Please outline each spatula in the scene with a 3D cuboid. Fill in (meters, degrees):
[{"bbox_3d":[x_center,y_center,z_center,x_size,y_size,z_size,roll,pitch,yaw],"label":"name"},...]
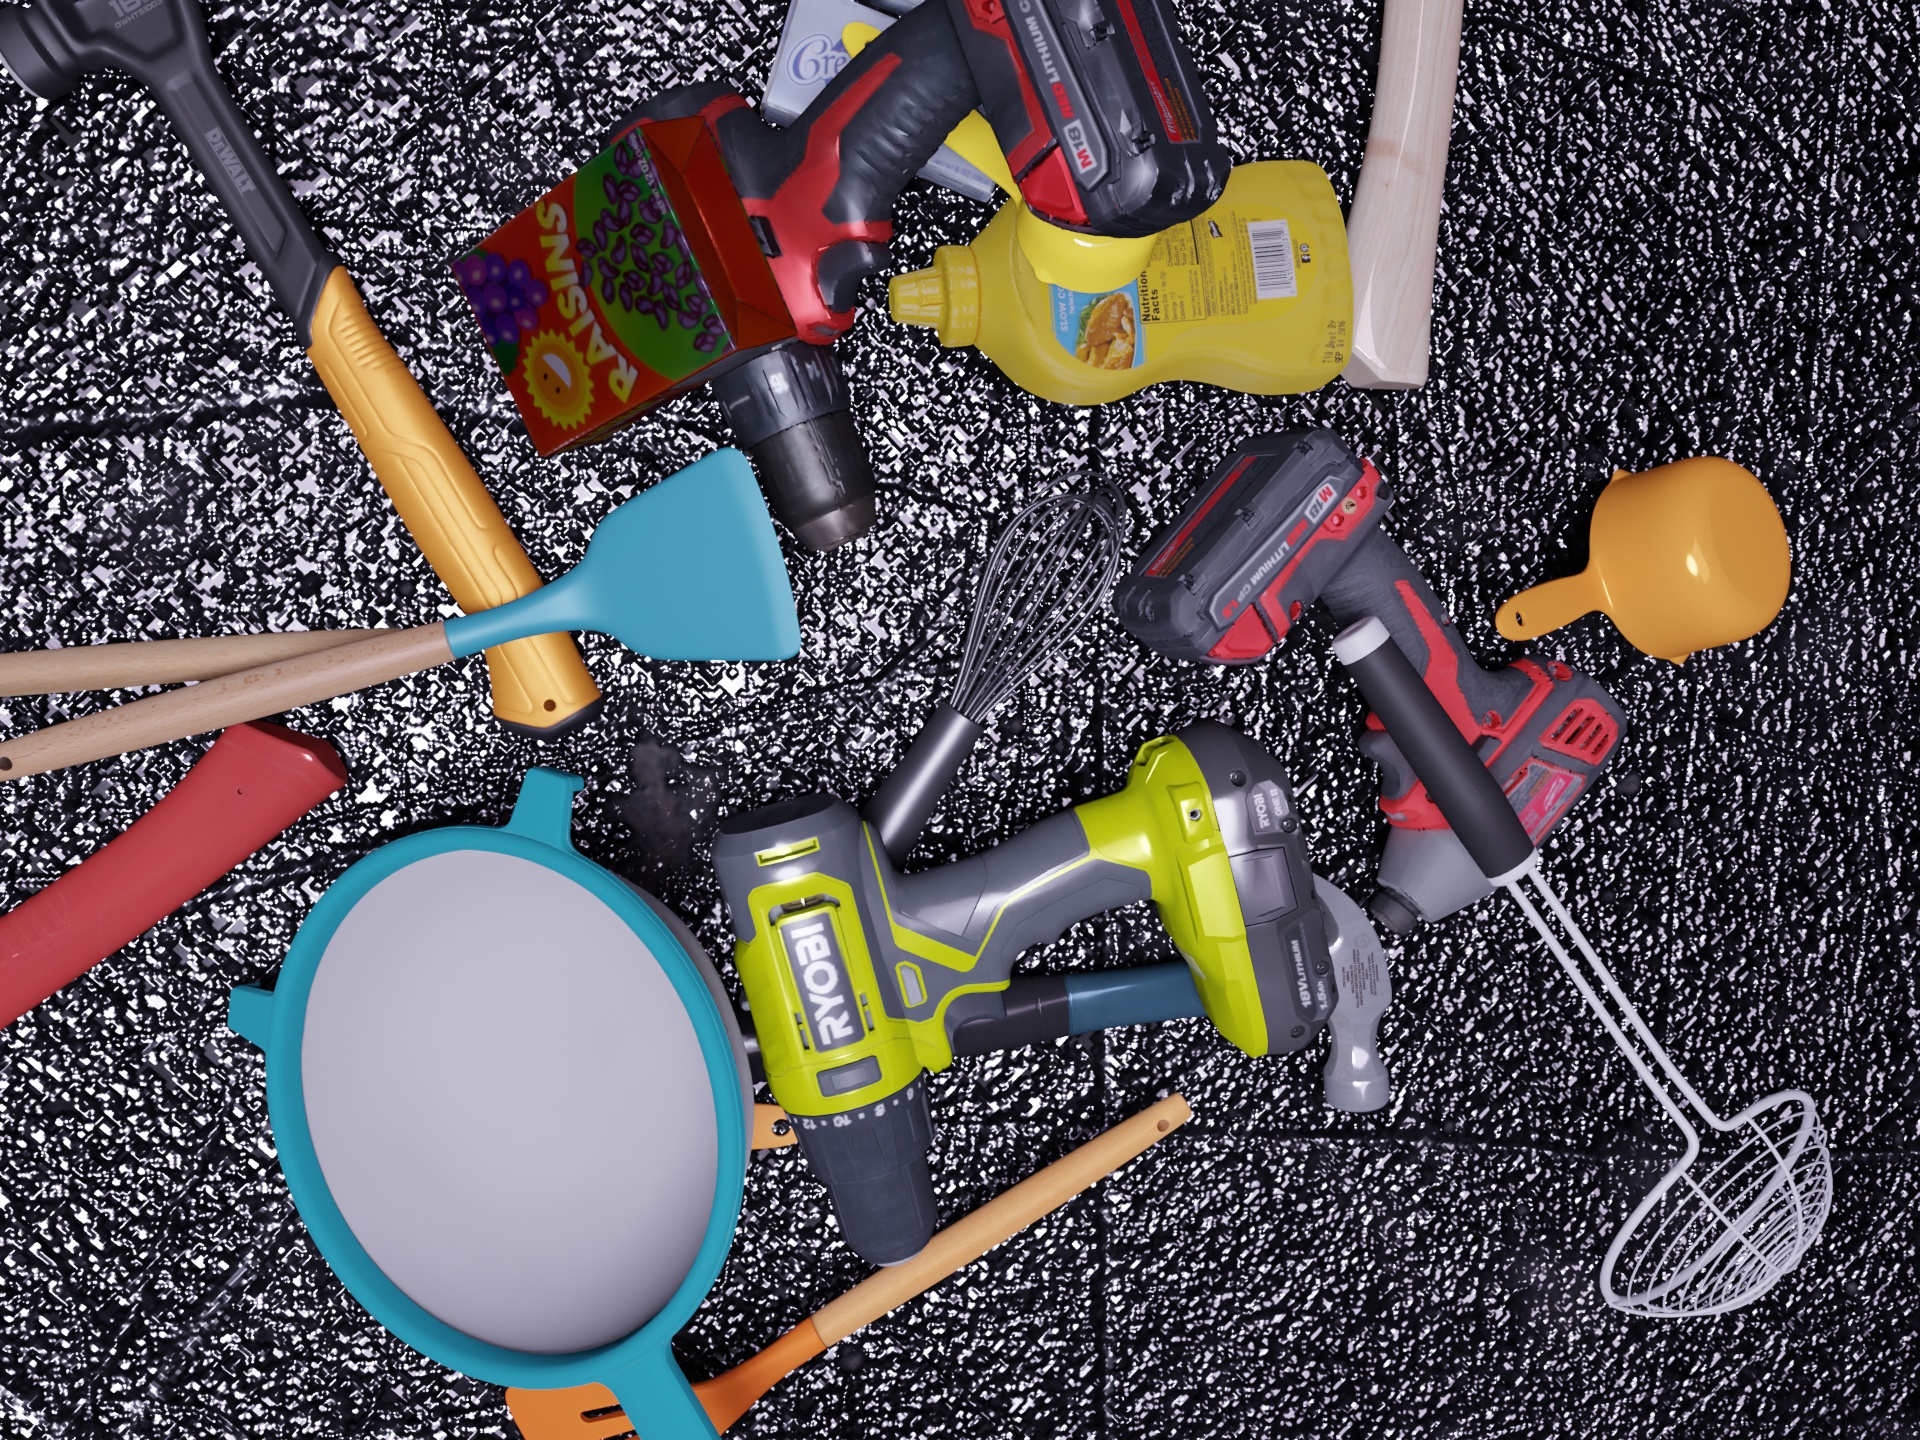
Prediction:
[{"bbox_3d":[-0.041,0.248,0.692,0.322,0.041,0.081,-30,100,-6],"label":"spatula"},{"bbox_3d":[-0.222,-0.024,0.604,0.317,0.044,0.082,-16,103,-3],"label":"spatula"}]

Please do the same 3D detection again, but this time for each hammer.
[{"bbox_3d":[0.033,0.130,0.706,0.331,0.033,0.128,-6,97,-11],"label":"hammer"},{"bbox_3d":[-0.394,0.124,0.620,0.359,0.037,0.149,-36,101,-6],"label":"hammer"},{"bbox_3d":[-0.230,-0.145,0.624,0.127,0.034,0.336,-28,101,3],"label":"hammer"},{"bbox_3d":[0.214,-0.354,0.699,0.146,0.038,0.410,2,95,-13],"label":"hammer"}]

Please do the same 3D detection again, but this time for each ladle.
[{"bbox_3d":[-0.379,-0.014,0.602,0.320,0.062,0.078,-5,103,-13],"label":"ladle"}]

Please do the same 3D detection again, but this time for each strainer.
[{"bbox_3d":[-0.125,0.193,0.616,0.211,0.095,0.340,-34,84,21],"label":"strainer"}]

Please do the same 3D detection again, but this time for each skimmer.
[{"bbox_3d":[0.259,0.110,0.692,0.127,0.090,0.363,-37,96,-7],"label":"skimmer"}]

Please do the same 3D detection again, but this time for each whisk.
[{"bbox_3d":[-0.002,-0.003,0.683,0.055,0.055,0.239,33,93,-12],"label":"whisk"}]

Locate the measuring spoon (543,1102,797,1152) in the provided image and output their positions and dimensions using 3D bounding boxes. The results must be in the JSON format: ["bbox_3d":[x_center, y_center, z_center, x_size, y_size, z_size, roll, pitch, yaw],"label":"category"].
[{"bbox_3d":[-0.121,0.178,0.690,0.117,0.011,0.021,2,95,-11],"label":"measuring spoon"}]

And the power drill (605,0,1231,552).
[{"bbox_3d":[-0.018,-0.179,0.597,0.227,0.080,0.188,-18,98,33],"label":"power drill"}]

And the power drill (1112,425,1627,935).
[{"bbox_3d":[0.180,-0.013,0.703,0.219,0.078,0.143,42,87,-14],"label":"power drill"}]

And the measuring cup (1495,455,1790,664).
[{"bbox_3d":[0.302,-0.065,0.696,0.173,0.052,0.095,-18,91,-37],"label":"measuring cup"}]

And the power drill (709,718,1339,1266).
[{"bbox_3d":[0.028,0.106,0.648,0.228,0.080,0.190,-16,98,-6],"label":"power drill"}]

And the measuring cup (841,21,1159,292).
[{"bbox_3d":[0.015,-0.232,0.629,0.156,0.029,0.062,40,72,2],"label":"measuring cup"}]
